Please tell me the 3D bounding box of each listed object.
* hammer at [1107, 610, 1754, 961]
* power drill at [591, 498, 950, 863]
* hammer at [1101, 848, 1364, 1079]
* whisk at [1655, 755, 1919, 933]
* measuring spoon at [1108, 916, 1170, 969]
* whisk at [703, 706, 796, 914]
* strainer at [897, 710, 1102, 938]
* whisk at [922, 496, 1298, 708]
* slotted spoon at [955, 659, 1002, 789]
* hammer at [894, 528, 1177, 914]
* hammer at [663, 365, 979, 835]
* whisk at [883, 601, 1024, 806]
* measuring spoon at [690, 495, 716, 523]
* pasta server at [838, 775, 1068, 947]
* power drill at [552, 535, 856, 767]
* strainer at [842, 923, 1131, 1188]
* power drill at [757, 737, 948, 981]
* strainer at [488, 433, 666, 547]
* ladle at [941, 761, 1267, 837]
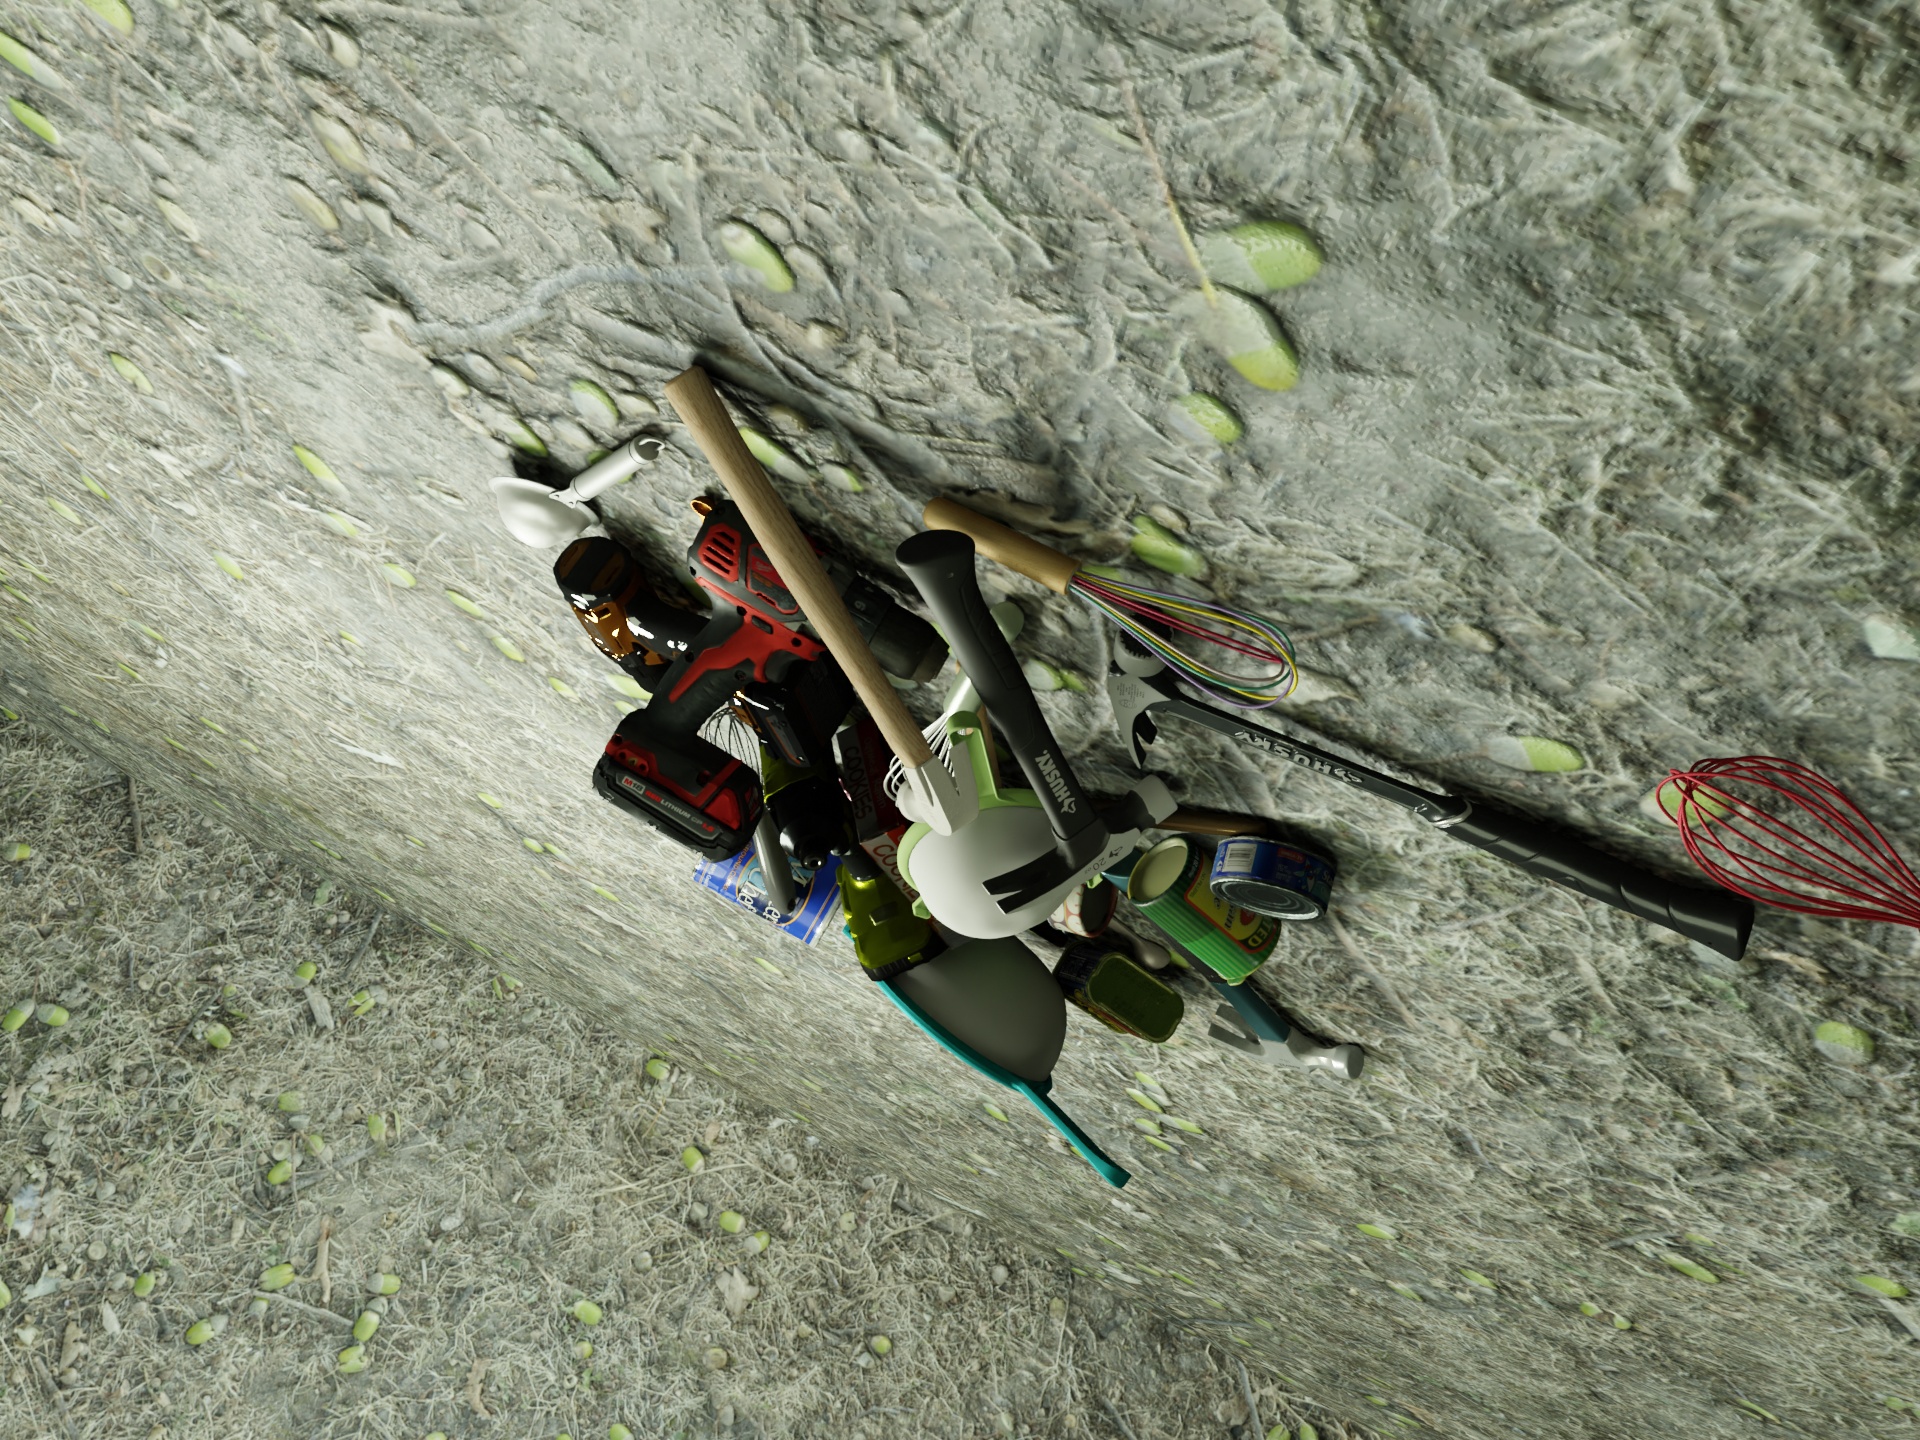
[{"bbox_3d":[0.279,0.052,0.974,0.409,0.036,0.149,23,156,12],"label":"hammer"},{"bbox_3d":[-0.132,-0.016,1.093,0.188,0.226,0.080,30,-165,-1],"label":"power drill"},{"bbox_3d":[0.214,0.207,1.344,0.128,0.033,0.330,0,142,46],"label":"hammer"},{"bbox_3d":[0.485,0.094,0.814,0.295,0.073,0.073,26,156,-8],"label":"whisk"},{"bbox_3d":[0.134,0.186,1.406,0.124,0.018,0.034,36,155,-15],"label":"measuring spoon"},{"bbox_3d":[-0.183,0.085,1.432,0.055,0.055,0.238,13,131,31],"label":"whisk"},{"bbox_3d":[0.023,0.090,1.145,0.151,0.069,0.256,-11,144,3],"label":"strainer"},{"bbox_3d":[0.086,-0.077,0.925,0.245,0.051,0.047,28,172,16],"label":"whisk"},{"bbox_3d":[0.023,0.066,1.224,0.070,0.031,0.313,21,144,28],"label":"slotted spoon"},{"bbox_3d":[0.034,0.002,1.021,0.035,0.146,0.334,50,173,44],"label":"hammer"},{"bbox_3d":[-0.084,-0.070,0.988,0.331,0.031,0.130,59,165,-11],"label":"hammer"},{"bbox_3d":[-0.002,-0.004,1.113,0.059,0.058,0.246,7,145,-15],"label":"whisk"},{"bbox_3d":[-0.169,-0.127,1.141,0.021,0.011,0.116,20,158,18],"label":"measuring spoon"},{"bbox_3d":[-0.031,0.127,1.446,0.316,0.040,0.060,34,128,-14],"label":"pasta server"},{"bbox_3d":[-0.197,-0.045,1.246,0.226,0.084,0.185,24,159,20],"label":"power drill"},{"bbox_3d":[0.056,0.261,1.378,0.210,0.095,0.341,33,-176,-45],"label":"strainer"},{"bbox_3d":[-0.093,0.109,1.310,0.080,0.171,0.223,-25,130,8],"label":"power drill"},{"bbox_3d":[-0.276,-0.165,1.145,0.086,0.050,0.258,25,157,-31],"label":"strainer"},{"bbox_3d":[0.091,0.066,1.214,0.315,0.031,0.069,5,146,39],"label":"ladle"}]
